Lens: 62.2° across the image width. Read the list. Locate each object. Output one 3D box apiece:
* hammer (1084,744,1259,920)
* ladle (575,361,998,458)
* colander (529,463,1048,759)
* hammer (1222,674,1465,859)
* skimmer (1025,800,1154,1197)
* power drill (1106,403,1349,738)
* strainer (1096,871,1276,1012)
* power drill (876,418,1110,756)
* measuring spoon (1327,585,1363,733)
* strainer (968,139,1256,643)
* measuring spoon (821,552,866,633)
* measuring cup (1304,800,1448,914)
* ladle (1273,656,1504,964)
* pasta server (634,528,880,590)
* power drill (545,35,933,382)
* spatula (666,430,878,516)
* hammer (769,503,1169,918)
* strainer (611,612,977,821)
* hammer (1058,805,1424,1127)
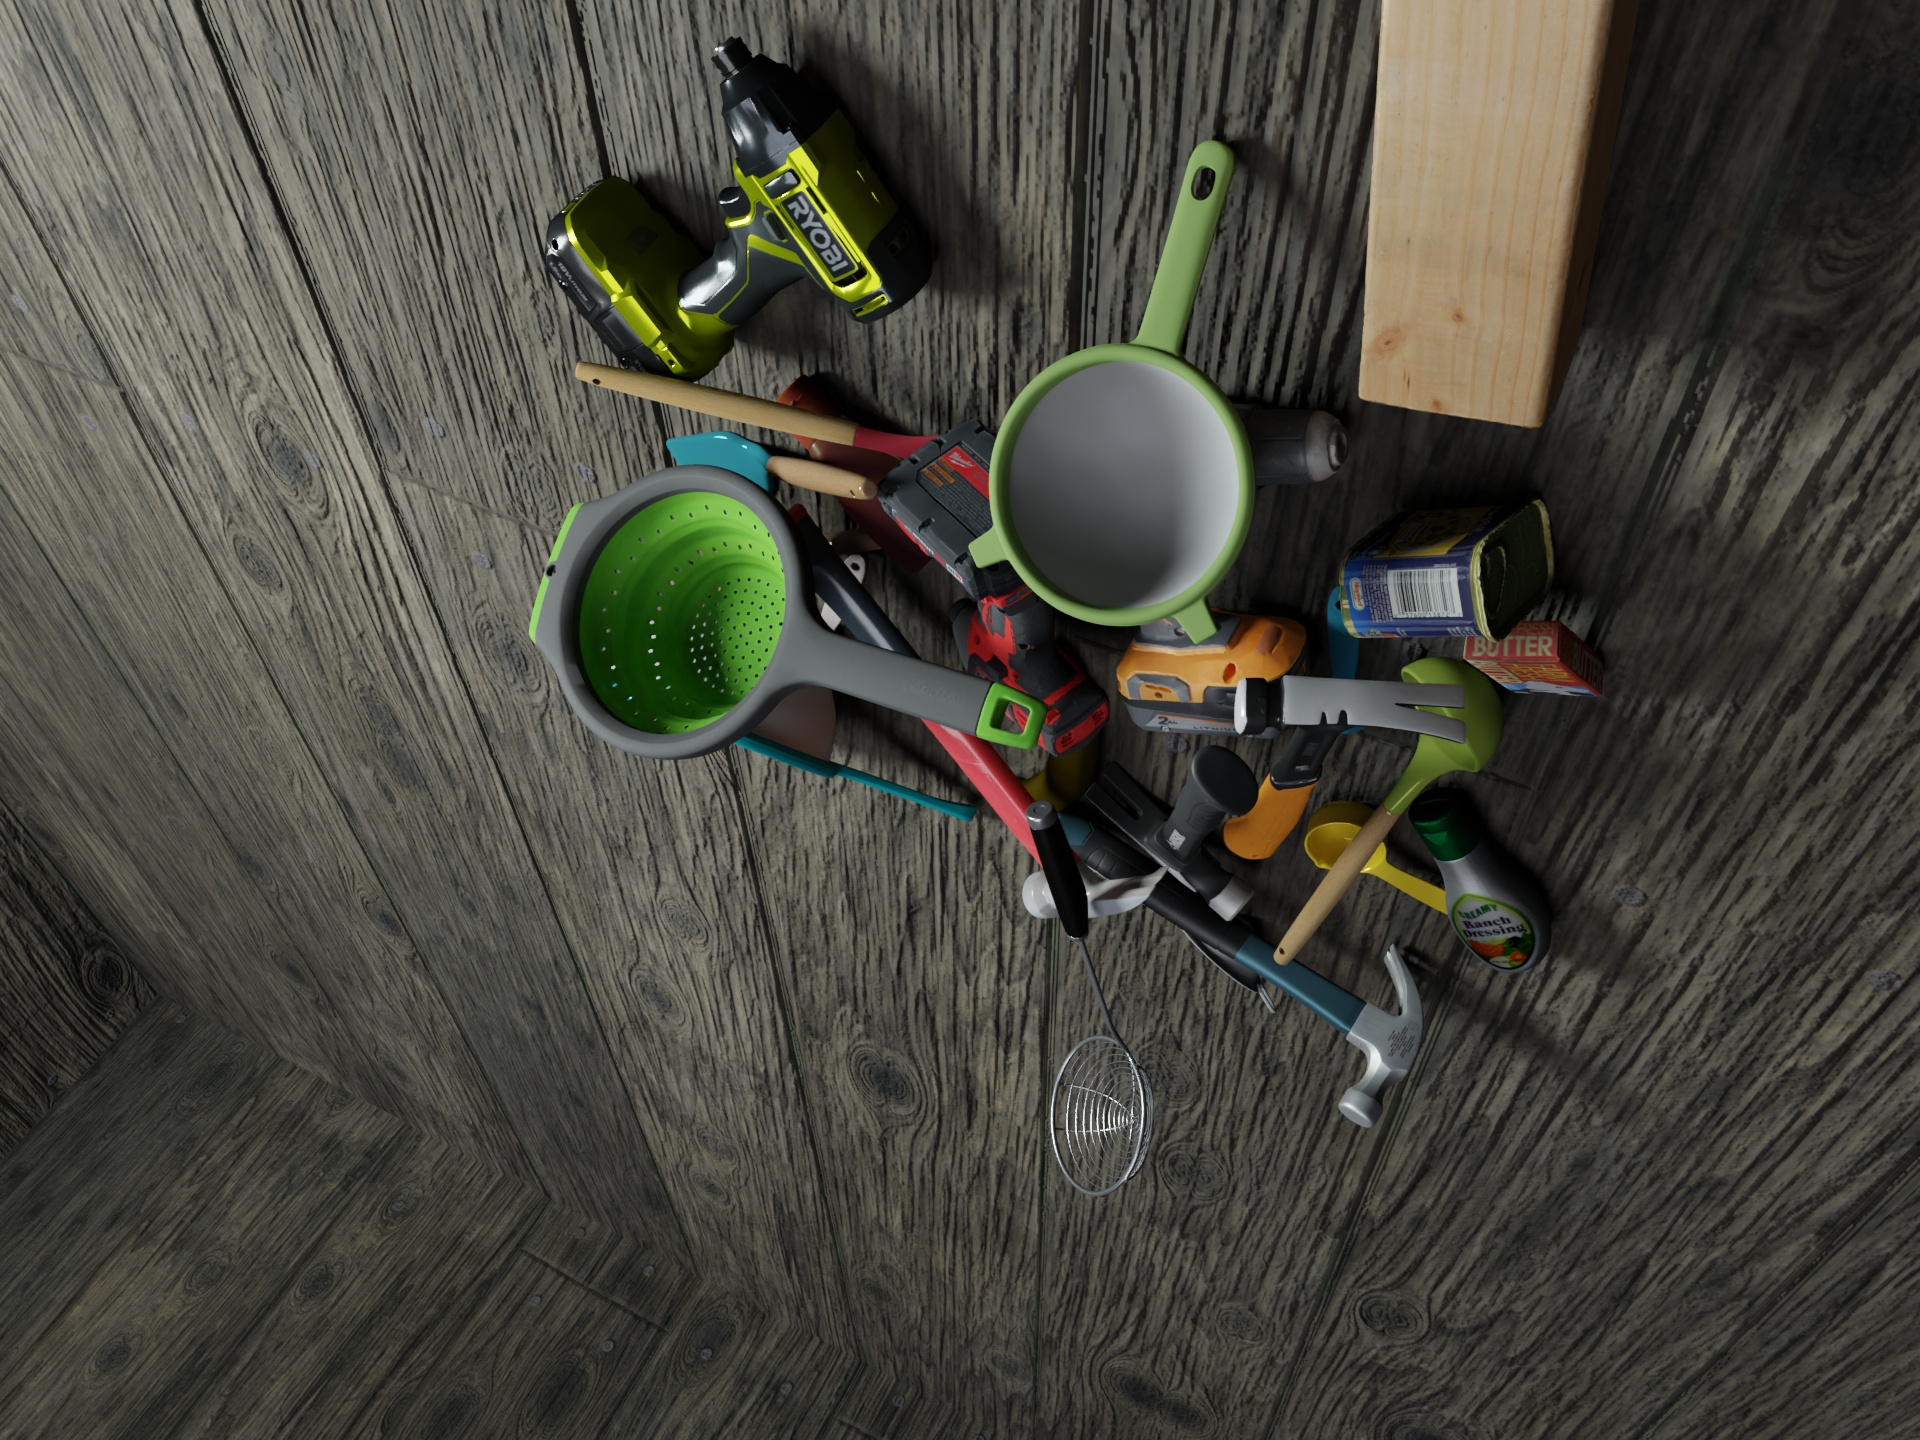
[{"bbox_3d":[0.154,0.063,1.080,0.146,0.035,0.334,41,172,10],"label":"hammer"},{"bbox_3d":[-0.093,-0.190,1.032,0.315,0.031,0.069,13,145,-3],"label":"ladle"},{"bbox_3d":[-0.108,-0.046,1.083,0.397,0.204,0.094,18,178,25],"label":"colander"},{"bbox_3d":[0.222,0.040,1.033,0.127,0.034,0.336,3,163,3],"label":"hammer"},{"bbox_3d":[0.079,0.220,1.231,0.127,0.090,0.363,48,161,54],"label":"skimmer"},{"bbox_3d":[0.159,-0.097,0.975,0.185,0.084,0.226,4,131,33],"label":"power drill"},{"bbox_3d":[0.160,0.144,1.296,0.258,0.050,0.087,34,-171,8],"label":"strainer"},{"bbox_3d":[0.025,-0.080,1.029,0.143,0.078,0.219,46,167,33],"label":"power drill"},{"bbox_3d":[0.245,-0.034,1.027,0.042,0.021,0.128,14,142,25],"label":"measuring spoon"},{"bbox_3d":[0.109,-0.179,0.865,0.151,0.069,0.256,21,106,21],"label":"strainer"},{"bbox_3d":[-0.093,-0.092,1.238,0.034,0.018,0.124,35,139,2],"label":"measuring spoon"},{"bbox_3d":[0.318,0.103,1.142,0.156,0.029,0.062,28,140,-13],"label":"measuring cup"},{"bbox_3d":[0.270,0.077,1.069,0.078,0.062,0.320,59,146,31],"label":"ladle"},{"bbox_3d":[-0.140,-0.123,1.213,0.316,0.040,0.060,-3,140,39],"label":"pasta server"},{"bbox_3d":[-0.145,-0.301,0.972,0.223,0.080,0.171,-12,126,41],"label":"power drill"},{"bbox_3d":[-0.125,-0.163,1.086,0.082,0.044,0.318,54,168,-24],"label":"spatula"},{"bbox_3d":[-0.002,-0.004,1.173,0.386,0.038,0.143,51,146,-15],"label":"hammer"},{"bbox_3d":[-0.126,-0.012,1.296,0.340,0.095,0.211,21,178,-19],"label":"strainer"},{"bbox_3d":[0.207,0.168,1.237,0.331,0.128,0.033,33,159,17],"label":"hammer"}]
